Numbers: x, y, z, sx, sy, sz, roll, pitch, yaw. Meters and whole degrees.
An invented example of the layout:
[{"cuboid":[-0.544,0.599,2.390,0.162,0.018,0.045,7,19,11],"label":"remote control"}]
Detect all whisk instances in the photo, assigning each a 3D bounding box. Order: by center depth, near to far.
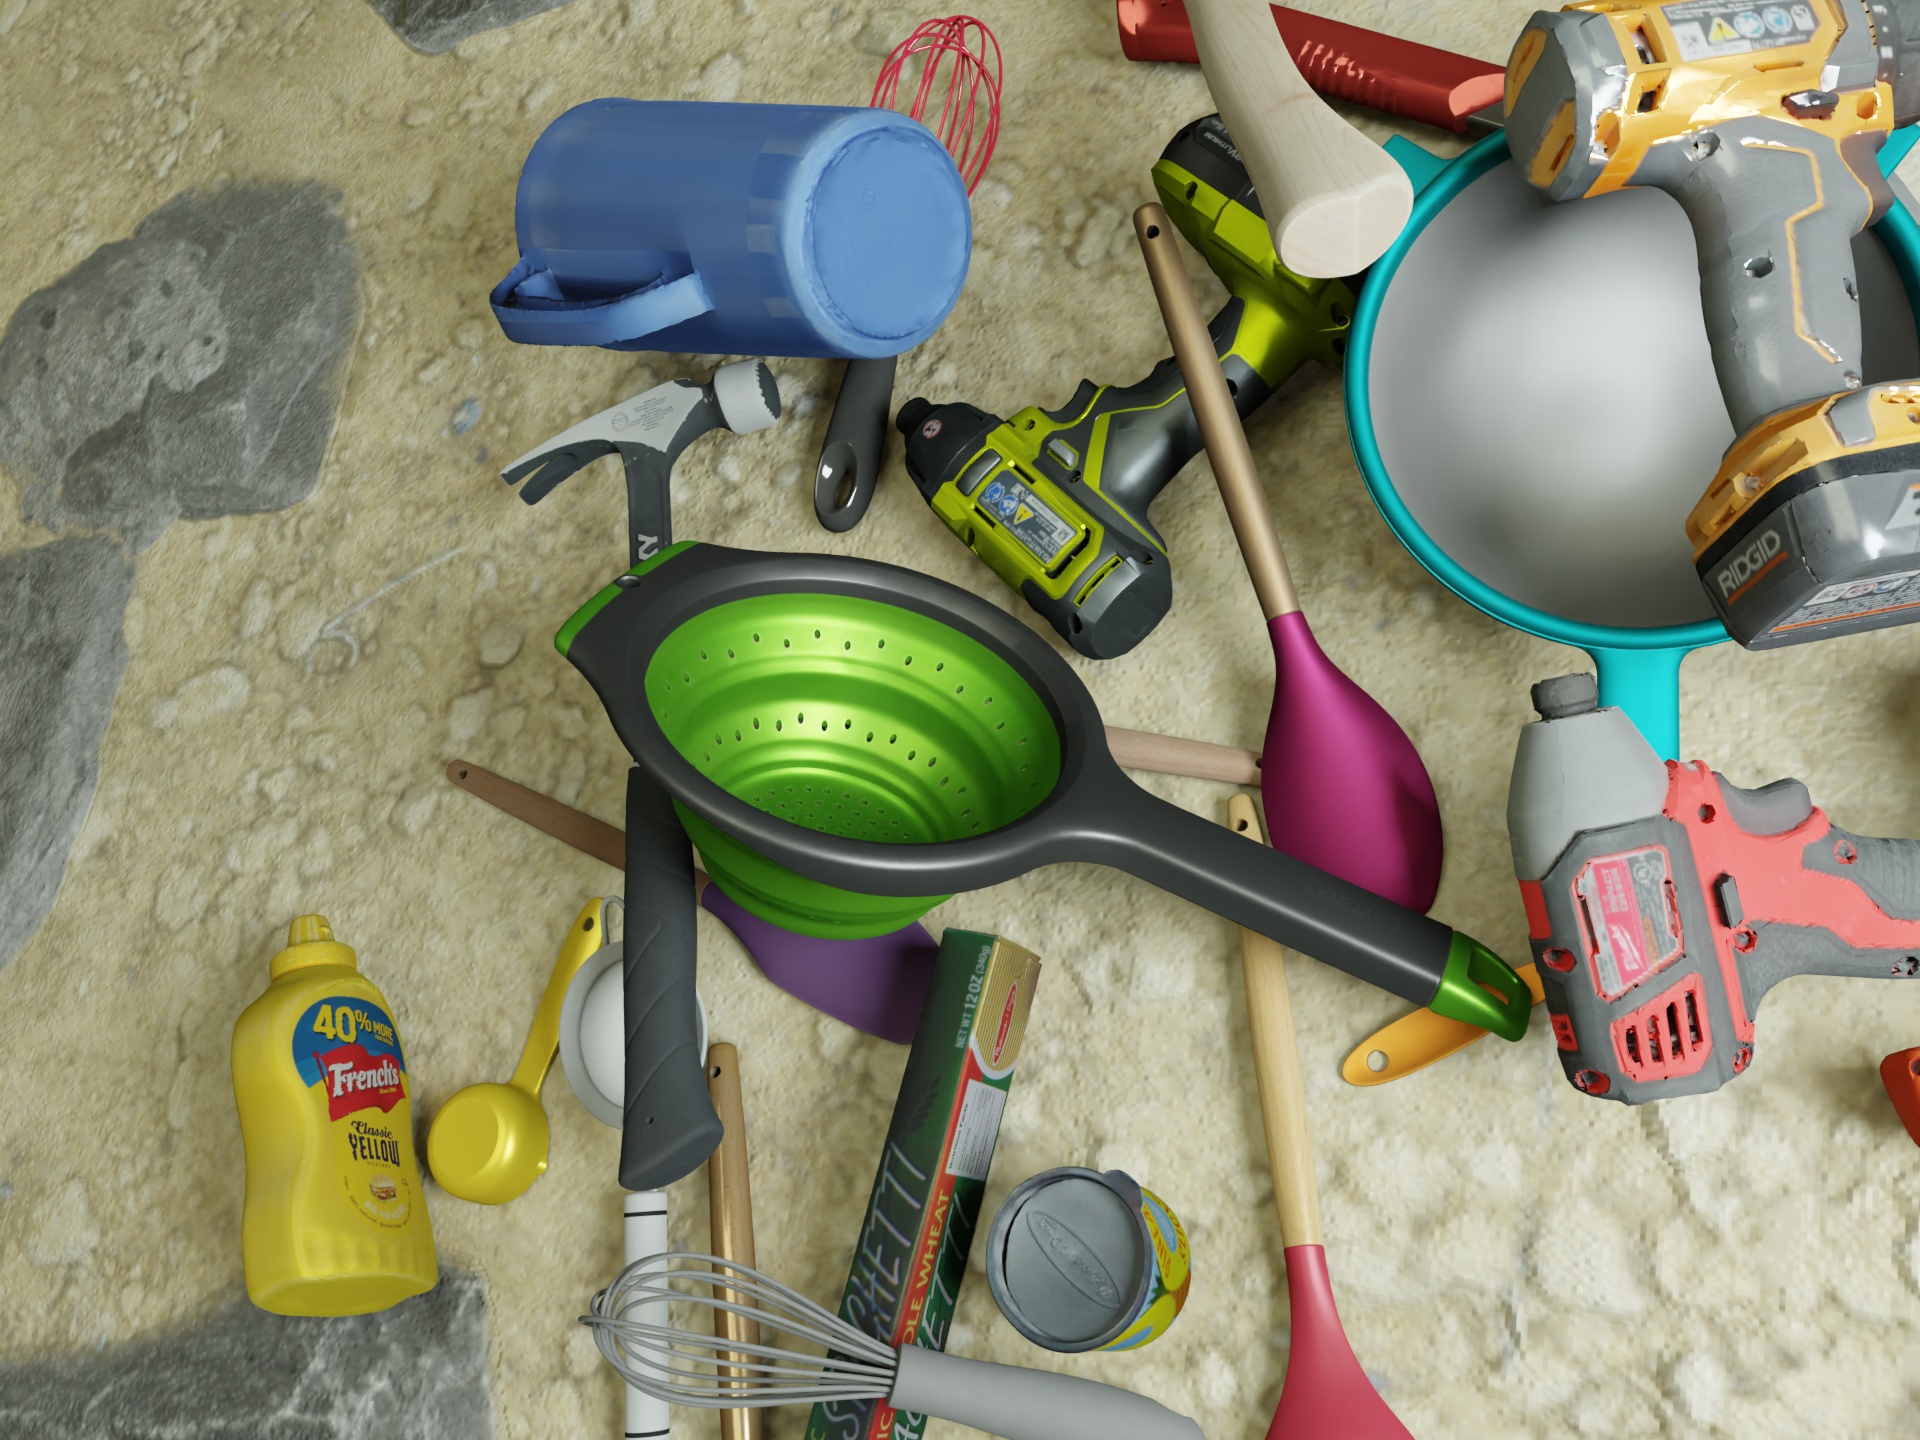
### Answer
[{"cuboid":[-0.024,0.245,0.592,0.239,0.055,0.055,15,75,-4],"label":"whisk"},{"cuboid":[-0.033,-0.239,0.834,0.073,0.073,0.296,8,80,27],"label":"whisk"}]

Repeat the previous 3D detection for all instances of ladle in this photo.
[{"cuboid":[0.130,0.176,0.612,0.069,0.031,0.316,-13,64,19],"label":"ladle"}]

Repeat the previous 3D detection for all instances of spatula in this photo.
[{"cuboid":[-0.141,0.073,0.779,0.316,0.018,0.060,20,78,28],"label":"spatula"}]

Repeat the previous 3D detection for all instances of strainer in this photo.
[{"cuboid":[0.255,-0.062,0.618,0.211,0.095,0.340,0,86,12],"label":"strainer"},{"cuboid":[-0.142,0.209,0.715,0.087,0.050,0.259,-13,71,27],"label":"strainer"}]

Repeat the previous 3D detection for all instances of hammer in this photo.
[{"cuboid":[0.110,-0.298,0.691,0.146,0.038,0.411,-8,42,6],"label":"hammer"},{"cuboid":[-0.147,0.010,0.742,0.149,0.036,0.409,-14,61,12],"label":"hammer"},{"cuboid":[0.226,-0.308,0.752,0.359,0.036,0.149,32,85,30],"label":"hammer"}]

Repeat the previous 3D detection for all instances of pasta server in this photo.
[{"cuboid":[-0.001,-0.002,0.735,0.316,0.040,0.060,9,67,26],"label":"pasta server"}]

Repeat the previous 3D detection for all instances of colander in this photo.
[{"cuboid":[0.024,0.055,0.643,0.397,0.204,0.094,24,126,11],"label":"colander"}]

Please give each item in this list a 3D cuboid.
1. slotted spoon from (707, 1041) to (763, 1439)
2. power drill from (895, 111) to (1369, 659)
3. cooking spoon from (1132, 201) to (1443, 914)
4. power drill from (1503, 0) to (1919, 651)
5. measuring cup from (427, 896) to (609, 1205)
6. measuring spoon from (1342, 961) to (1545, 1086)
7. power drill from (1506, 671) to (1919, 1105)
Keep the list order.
[{"cuboid":[-0.090,0.289,0.667,0.070,0.031,0.314,-17,62,18],"label":"slotted spoon"},{"cuboid":[0.082,-0.160,0.738,0.223,0.080,0.171,-47,60,5],"label":"power drill"},{"cuboid":[0.125,-0.067,0.659,0.069,0.017,0.319,-19,83,16],"label":"cooking spoon"},{"cuboid":[0.299,-0.149,0.519,0.185,0.084,0.226,-10,70,-5],"label":"power drill"},{"cuboid":[-0.211,0.157,0.771,0.062,0.029,0.156,16,79,29],"label":"measuring cup"},{"cuboid":[0.201,0.113,0.615,0.117,0.011,0.021,-31,62,15],"label":"measuring spoon"},{"cuboid":[0.295,0.036,0.522,0.219,0.078,0.143,-14,87,10],"label":"power drill"}]
